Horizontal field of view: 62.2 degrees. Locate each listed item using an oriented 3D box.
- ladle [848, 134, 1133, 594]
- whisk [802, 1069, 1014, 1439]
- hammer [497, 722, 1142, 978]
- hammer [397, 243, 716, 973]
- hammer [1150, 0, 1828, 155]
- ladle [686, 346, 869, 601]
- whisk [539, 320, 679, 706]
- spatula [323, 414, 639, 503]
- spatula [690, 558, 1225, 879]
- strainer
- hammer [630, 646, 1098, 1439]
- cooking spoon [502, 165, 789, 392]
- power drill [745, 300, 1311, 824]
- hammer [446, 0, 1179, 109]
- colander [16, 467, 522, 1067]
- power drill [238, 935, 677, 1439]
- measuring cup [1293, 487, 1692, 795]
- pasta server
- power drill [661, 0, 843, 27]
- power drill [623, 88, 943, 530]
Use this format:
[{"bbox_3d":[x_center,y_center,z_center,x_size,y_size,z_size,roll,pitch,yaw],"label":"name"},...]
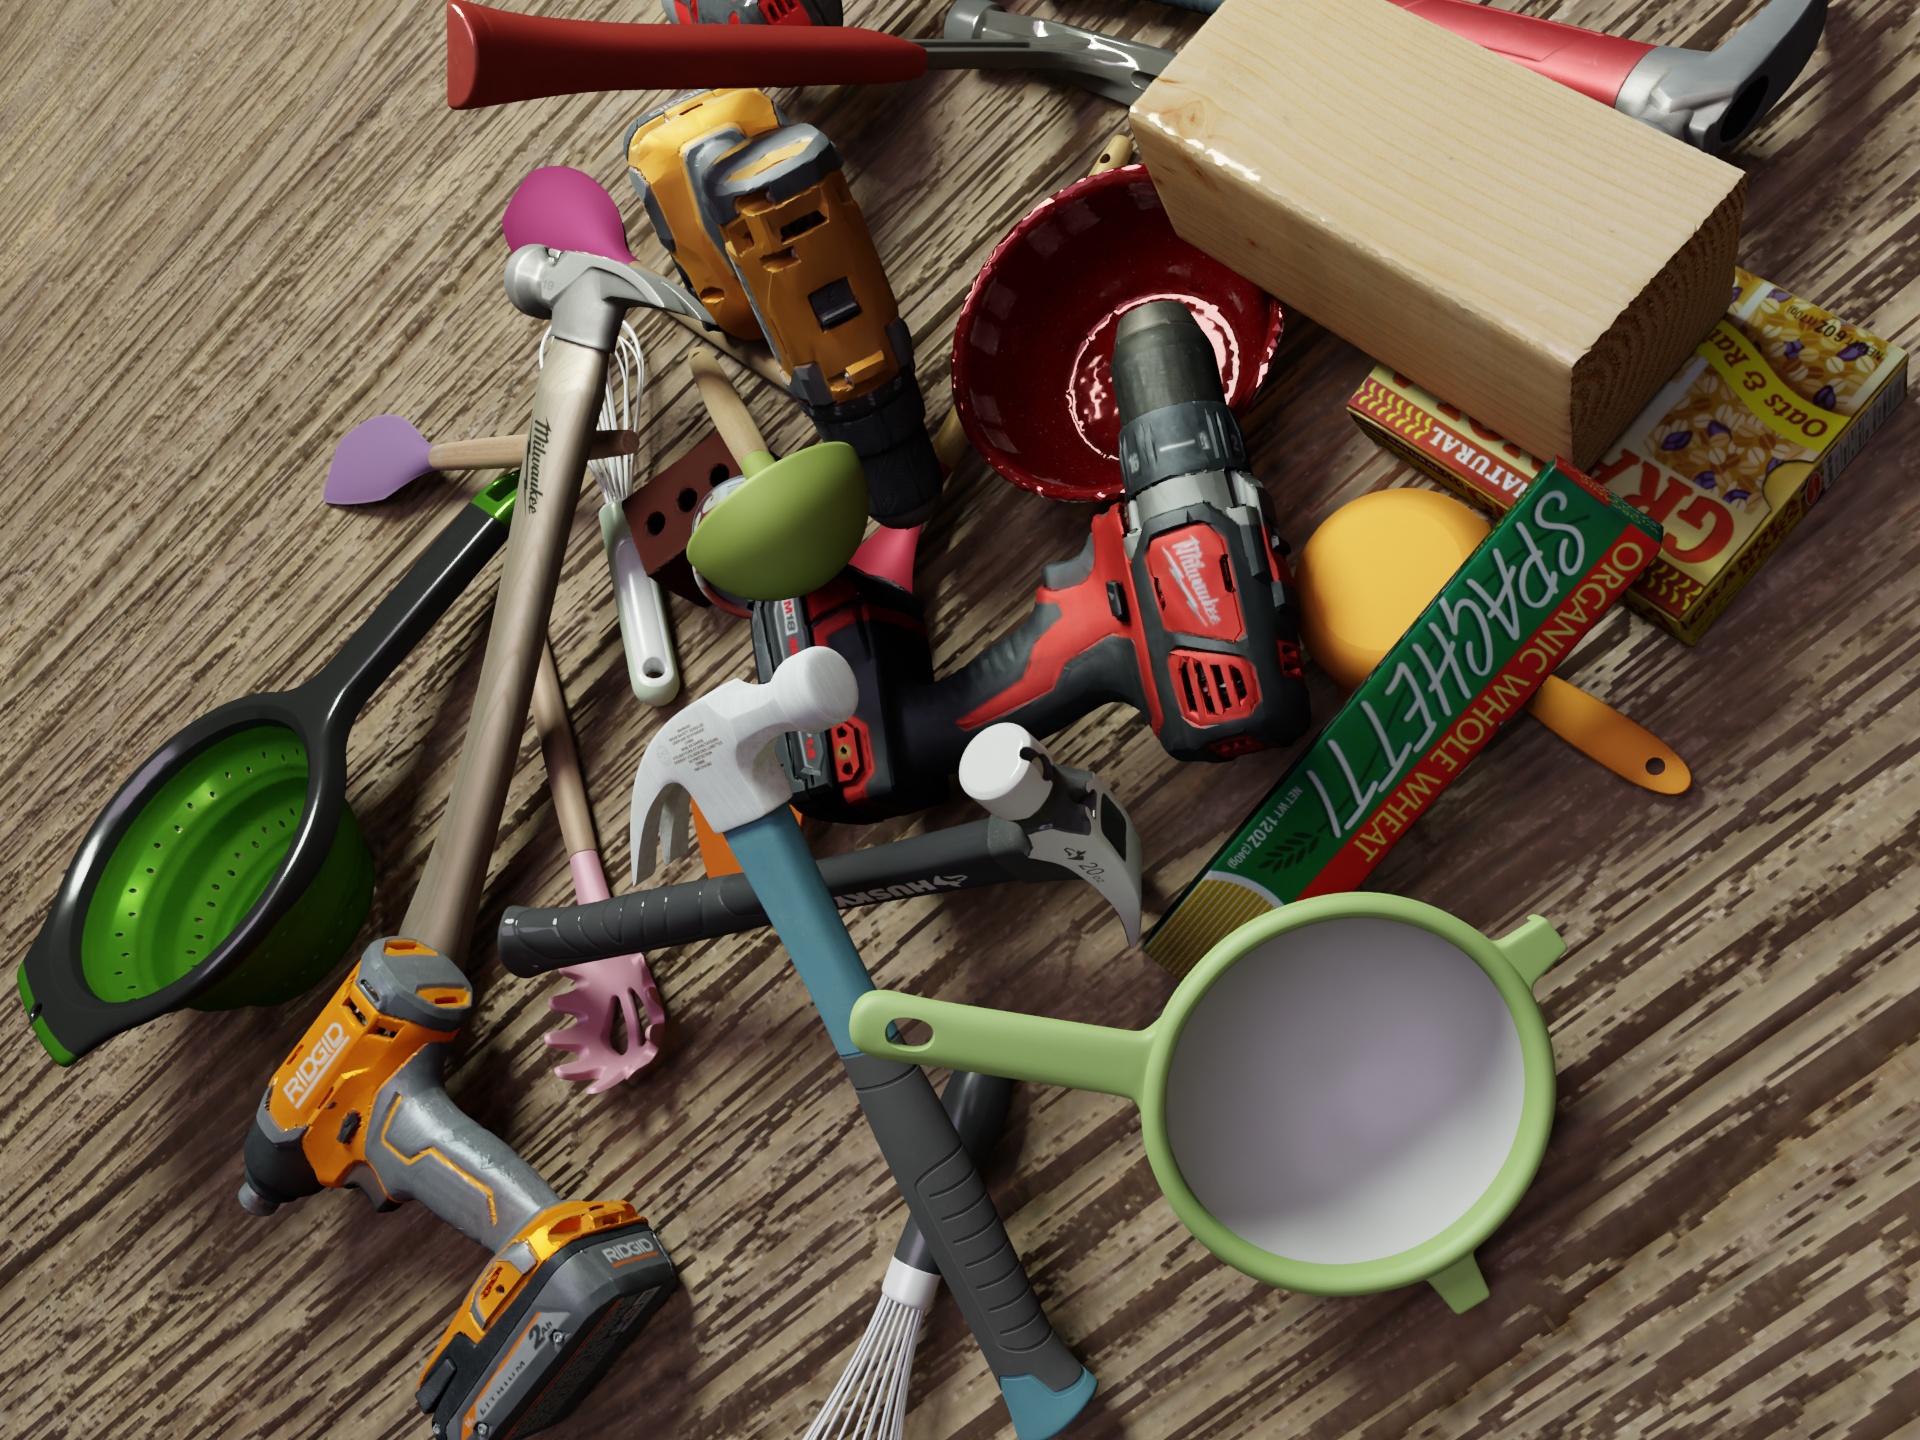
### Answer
[{"bbox_3d":[0.004,-0.149,0.784,0.069,0.031,0.315,30,90,35],"label":"ladle"},{"bbox_3d":[-0.032,0.271,0.679,0.070,0.070,0.285,15,79,31],"label":"whisk"},{"bbox_3d":[-0.076,0.079,0.705,0.335,0.146,0.035,-14,55,29],"label":"hammer"},{"bbox_3d":[-0.226,-0.033,0.820,0.146,0.038,0.410,24,102,42],"label":"hammer"},{"bbox_3d":[0.179,-0.330,0.719,0.143,0.038,0.387,-45,53,-14],"label":"hammer"},{"bbox_3d":[-0.104,-0.135,0.728,0.078,0.062,0.320,-35,32,2],"label":"ladle"},{"bbox_3d":[-0.187,-0.123,0.872,0.058,0.059,0.246,-10,72,-14],"label":"whisk"},{"bbox_3d":[-0.289,-0.156,0.925,0.316,0.018,0.060,6,78,41],"label":"spatula"},{"bbox_3d":[-0.001,-0.002,0.751,0.322,0.041,0.081,-27,66,16],"label":"spatula"},{"bbox_3d":[0.086,0.124,0.596,0.256,0.069,0.151,9,97,-2],"label":"strainer"},{"bbox_3d":[-0.029,0.139,0.625,0.128,0.033,0.331,-20,99,36],"label":"hammer"},{"bbox_3d":[-0.173,-0.248,0.912,0.319,0.017,0.069,38,97,32],"label":"cooking spoon"},{"bbox_3d":[0.025,-0.058,0.668,0.227,0.080,0.188,-15,77,25],"label":"power drill"},{"bbox_3d":[-0.054,-0.283,0.683,0.149,0.359,0.036,32,127,31],"label":"hammer"},{"bbox_3d":[-0.348,0.030,0.900,0.205,0.094,0.397,31,78,43],"label":"colander"},{"bbox_3d":[-0.261,0.240,0.780,0.227,0.084,0.164,43,100,23],"label":"power drill"},{"bbox_3d":[0.206,-0.027,0.623,0.174,0.052,0.095,40,98,33],"label":"measuring cup"},{"bbox_3d":[-0.209,0.046,0.843,0.060,0.040,0.316,-25,65,11],"label":"pasta server"},{"bbox_3d":[-0.058,-0.423,0.822,0.219,0.078,0.143,-42,48,-5],"label":"power drill"},{"bbox_3d":[-0.079,-0.204,0.765,0.084,0.185,0.226,-28,36,-5],"label":"power drill"}]
